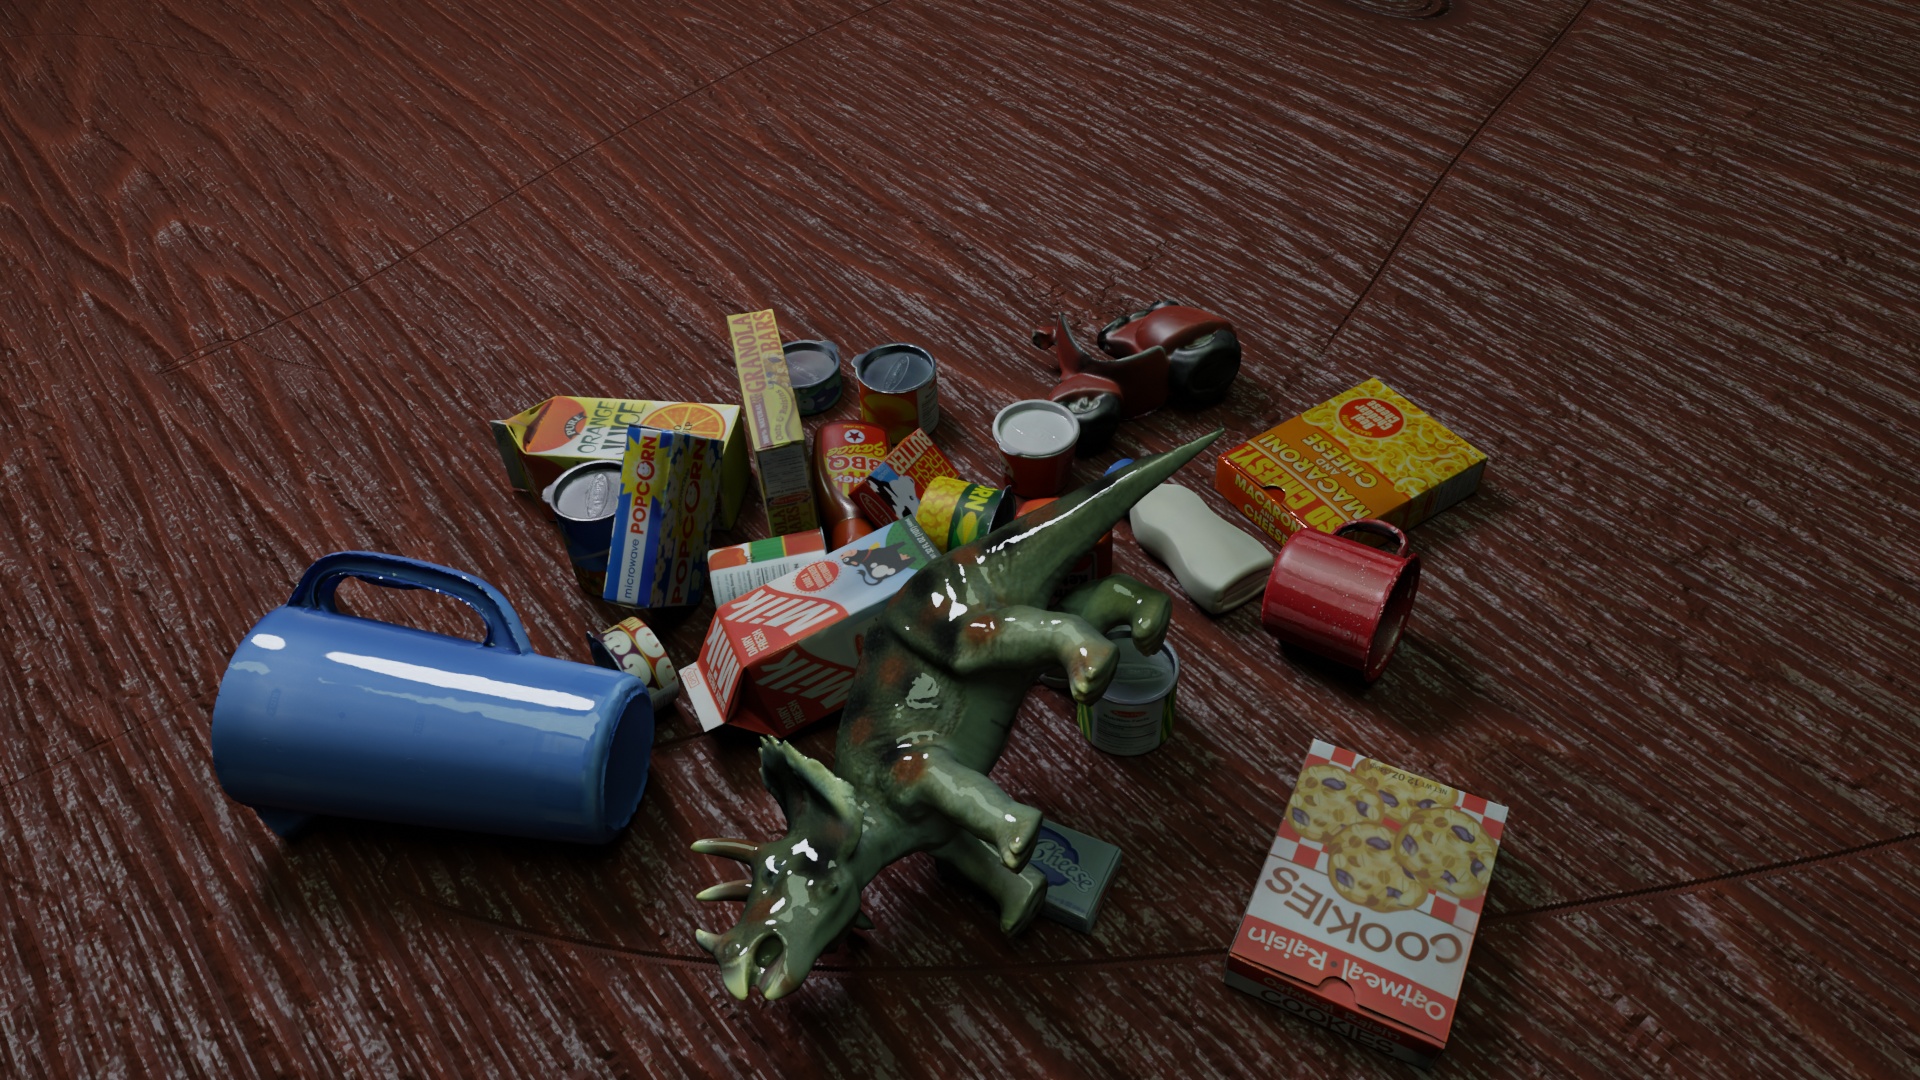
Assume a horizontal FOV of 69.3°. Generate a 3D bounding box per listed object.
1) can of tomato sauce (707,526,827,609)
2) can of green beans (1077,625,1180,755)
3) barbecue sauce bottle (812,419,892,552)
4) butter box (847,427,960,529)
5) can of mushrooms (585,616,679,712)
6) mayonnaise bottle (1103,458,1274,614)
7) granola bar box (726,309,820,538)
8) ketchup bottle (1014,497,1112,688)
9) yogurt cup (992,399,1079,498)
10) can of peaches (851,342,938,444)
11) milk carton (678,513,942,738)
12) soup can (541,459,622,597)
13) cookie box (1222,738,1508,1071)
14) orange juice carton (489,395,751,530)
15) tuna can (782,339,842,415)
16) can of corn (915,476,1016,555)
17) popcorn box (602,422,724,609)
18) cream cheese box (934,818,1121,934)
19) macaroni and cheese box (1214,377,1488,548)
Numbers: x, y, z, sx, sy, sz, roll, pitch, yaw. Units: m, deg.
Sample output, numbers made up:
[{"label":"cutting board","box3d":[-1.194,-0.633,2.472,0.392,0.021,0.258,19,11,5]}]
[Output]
[{"label":"can of tomato sauce","box3d":[-0.134,0.031,1.000,0.083,0.070,0.071,-11,46,-7]},{"label":"can of green beans","box3d":[0.111,0.100,0.924,0.071,0.057,0.071,-1,45,1]},{"label":"barbecue sauce bottle","box3d":[-0.082,-0.030,1.073,0.065,0.043,0.149,3,45,-9]},{"label":"butter box","box3d":[-0.041,-0.043,1.062,0.053,0.024,0.104,48,35,-7]},{"label":"can of mushrooms","box3d":[-0.223,0.085,0.946,0.033,0.070,0.071,-30,51,-26]},{"label":"mayonnaise bottle","box3d":[0.164,-0.008,1.043,0.065,0.041,0.148,-25,48,-23]},{"label":"granola bar box","box3d":[-0.142,-0.080,1.069,0.039,0.123,0.166,-11,46,-8]},{"label":"ketchup bottle","box3d":[0.068,0.038,0.924,0.065,0.148,0.044,7,46,11]},{"label":"yogurt cup","box3d":[0.060,-0.071,1.100,0.072,0.053,0.073,-1,45,1]},{"label":"can of peaches","box3d":[-0.054,-0.122,1.154,0.071,0.057,0.071,-2,46,2]},{"label":"milk carton","box3d":[-0.095,0.065,0.940,0.191,0.073,0.072,-27,38,-10]},{"label":"soup can","box3d":[-0.265,-0.008,1.031,0.071,0.083,0.072,-1,45,1]},{"label":"cookie box","box3d":[0.242,0.209,0.823,0.123,0.040,0.168,19,49,20]},{"label":"orange juice carton","box3d":[-0.270,-0.062,1.093,0.193,0.071,0.073,3,45,5]},{"label":"tuna can","box3d":[-0.133,-0.141,1.193,0.071,0.032,0.071,-1,45,1]},{"label":"can of corn","box3d":[0.004,-0.013,1.033,0.058,0.070,0.071,14,48,17]},{"label":"popcorn box","box3d":[-0.211,-0.016,0.993,0.038,0.126,0.085,9,1,15]},{"label":"cream cheese box","box3d":[0.041,0.197,0.855,0.104,0.024,0.054,18,48,19]},{"label":"macaroni and cheese box","box3d":[0.302,-0.053,1.081,0.167,0.040,0.124,-26,49,-22]}]
